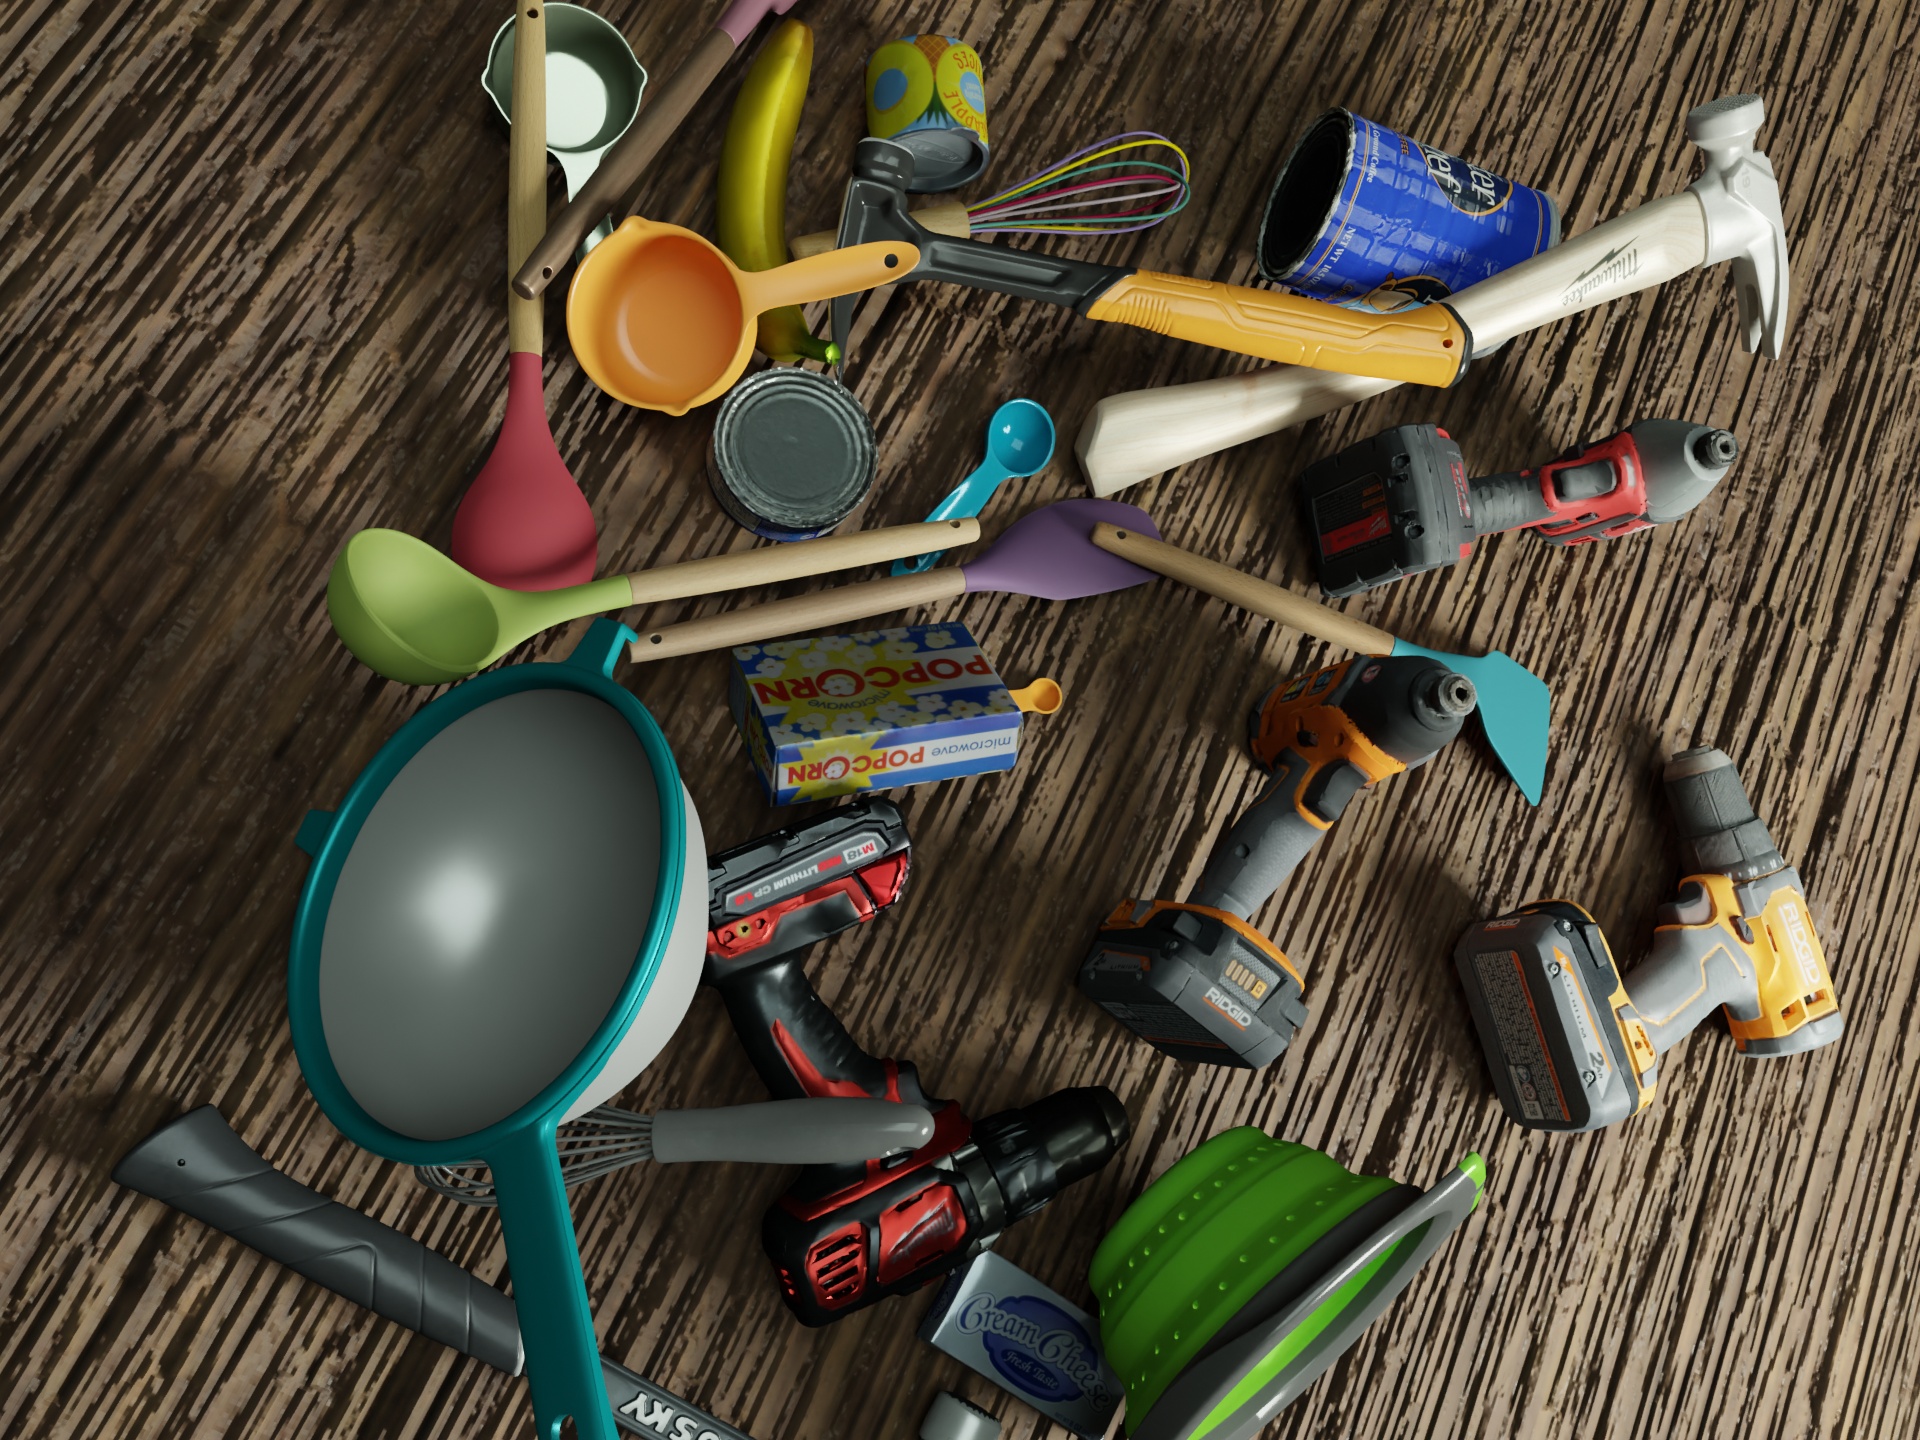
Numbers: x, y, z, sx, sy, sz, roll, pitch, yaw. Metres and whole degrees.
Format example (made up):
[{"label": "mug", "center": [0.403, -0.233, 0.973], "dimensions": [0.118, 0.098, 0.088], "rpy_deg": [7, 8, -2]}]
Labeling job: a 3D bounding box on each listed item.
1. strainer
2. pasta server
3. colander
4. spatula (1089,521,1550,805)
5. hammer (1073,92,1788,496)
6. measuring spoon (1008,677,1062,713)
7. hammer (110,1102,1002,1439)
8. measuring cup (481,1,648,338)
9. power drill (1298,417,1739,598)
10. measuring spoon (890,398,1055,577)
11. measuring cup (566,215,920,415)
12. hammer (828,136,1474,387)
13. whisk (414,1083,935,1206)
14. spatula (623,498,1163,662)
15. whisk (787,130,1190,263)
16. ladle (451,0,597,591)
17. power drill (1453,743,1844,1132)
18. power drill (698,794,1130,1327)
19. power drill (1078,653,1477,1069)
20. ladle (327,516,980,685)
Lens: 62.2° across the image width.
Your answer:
[{"label": "strainer", "center": [-0.159, 0.139, 0.649], "dimensions": [0.211, 0.095, 0.341], "rpy_deg": [-31, 57, 16]}, {"label": "pasta server", "center": [-0.141, -0.330, 0.815], "dimensions": [0.316, 0.040, 0.060], "rpy_deg": [-61, 139, -23]}, {"label": "colander", "center": [0.066, 0.311, 0.729], "dimensions": [0.397, 0.204, 0.095], "rpy_deg": [-41, 60, -6]}, {"label": "spatula", "center": [0.214, -0.044, 0.904], "dimensions": [0.317, 0.044, 0.082], "rpy_deg": [21, 65, -11]}, {"label": "hammer", "center": [0.263, -0.204, 0.887], "dimensions": [0.410, 0.038, 0.146], "rpy_deg": [-21, 113, -1]}, {"label": "measuring spoon", "center": [-0.001, -0.003, 0.841], "dimensions": [0.117, 0.011, 0.021], "rpy_deg": [-12, 82, -17]}, {"label": "hammer", "center": [-0.183, 0.290, 0.709], "dimensions": [0.408, 0.036, 0.149], "rpy_deg": [33, 72, -10]}, {"label": "measuring cup", "center": [-0.197, -0.278, 0.818], "dimensions": [0.083, 0.038, 0.167], "rpy_deg": [-11, 96, -19]}, {"label": "power drill", "center": [0.319, -0.129, 0.903], "dimensions": [0.219, 0.143, 0.078], "rpy_deg": [-9, 88, -18]}, {"label": "measuring spoon", "center": [0.002, -0.123, 0.863], "dimensions": [0.128, 0.021, 0.042], "rpy_deg": [-49, 116, -11]}, {"label": "measuring cup", "center": [-0.103, -0.206, 0.781], "dimensions": [0.173, 0.052, 0.095], "rpy_deg": [-13, 98, 3]}, {"label": "hammer", "center": [0.099, -0.212, 0.832], "dimensions": [0.337, 0.034, 0.127], "rpy_deg": [10, 84, -1]}, {"label": "whisk", "center": [-0.129, 0.183, 0.695], "dimensions": [0.239, 0.055, 0.055], "rpy_deg": [-4, 80, 7]}, {"label": "spatula", "center": [-0.024, -0.071, 0.826], "dimensions": [0.316, 0.018, 0.060], "rpy_deg": [-15, 71, -28]}, {"label": "whisk", "center": [0.022, -0.278, 0.887], "dimensions": [0.245, 0.047, 0.051], "rpy_deg": [-18, 74, -17]}, {"label": "ladle", "center": [-0.210, -0.203, 0.774], "dimensions": [0.069, 0.031, 0.315], "rpy_deg": [1, 86, -24]}, {"label": "power drill", "center": [0.397, 0.122, 0.915], "dimensions": [0.226, 0.084, 0.185], "rpy_deg": [-14, 84, -25]}, {"label": "power drill", "center": [-0.031, 0.152, 0.766], "dimensions": [0.188, 0.080, 0.227], "rpy_deg": [-20, 90, -21]}, {"label": "power drill", "center": [0.167, 0.061, 0.804], "dimensions": [0.084, 0.164, 0.226], "rpy_deg": [39, 72, -9]}, {"label": "ladle", "center": [-0.131, -0.074, 0.755], "dimensions": [0.320, 0.062, 0.078], "rpy_deg": [-13, 60, -24]}]
